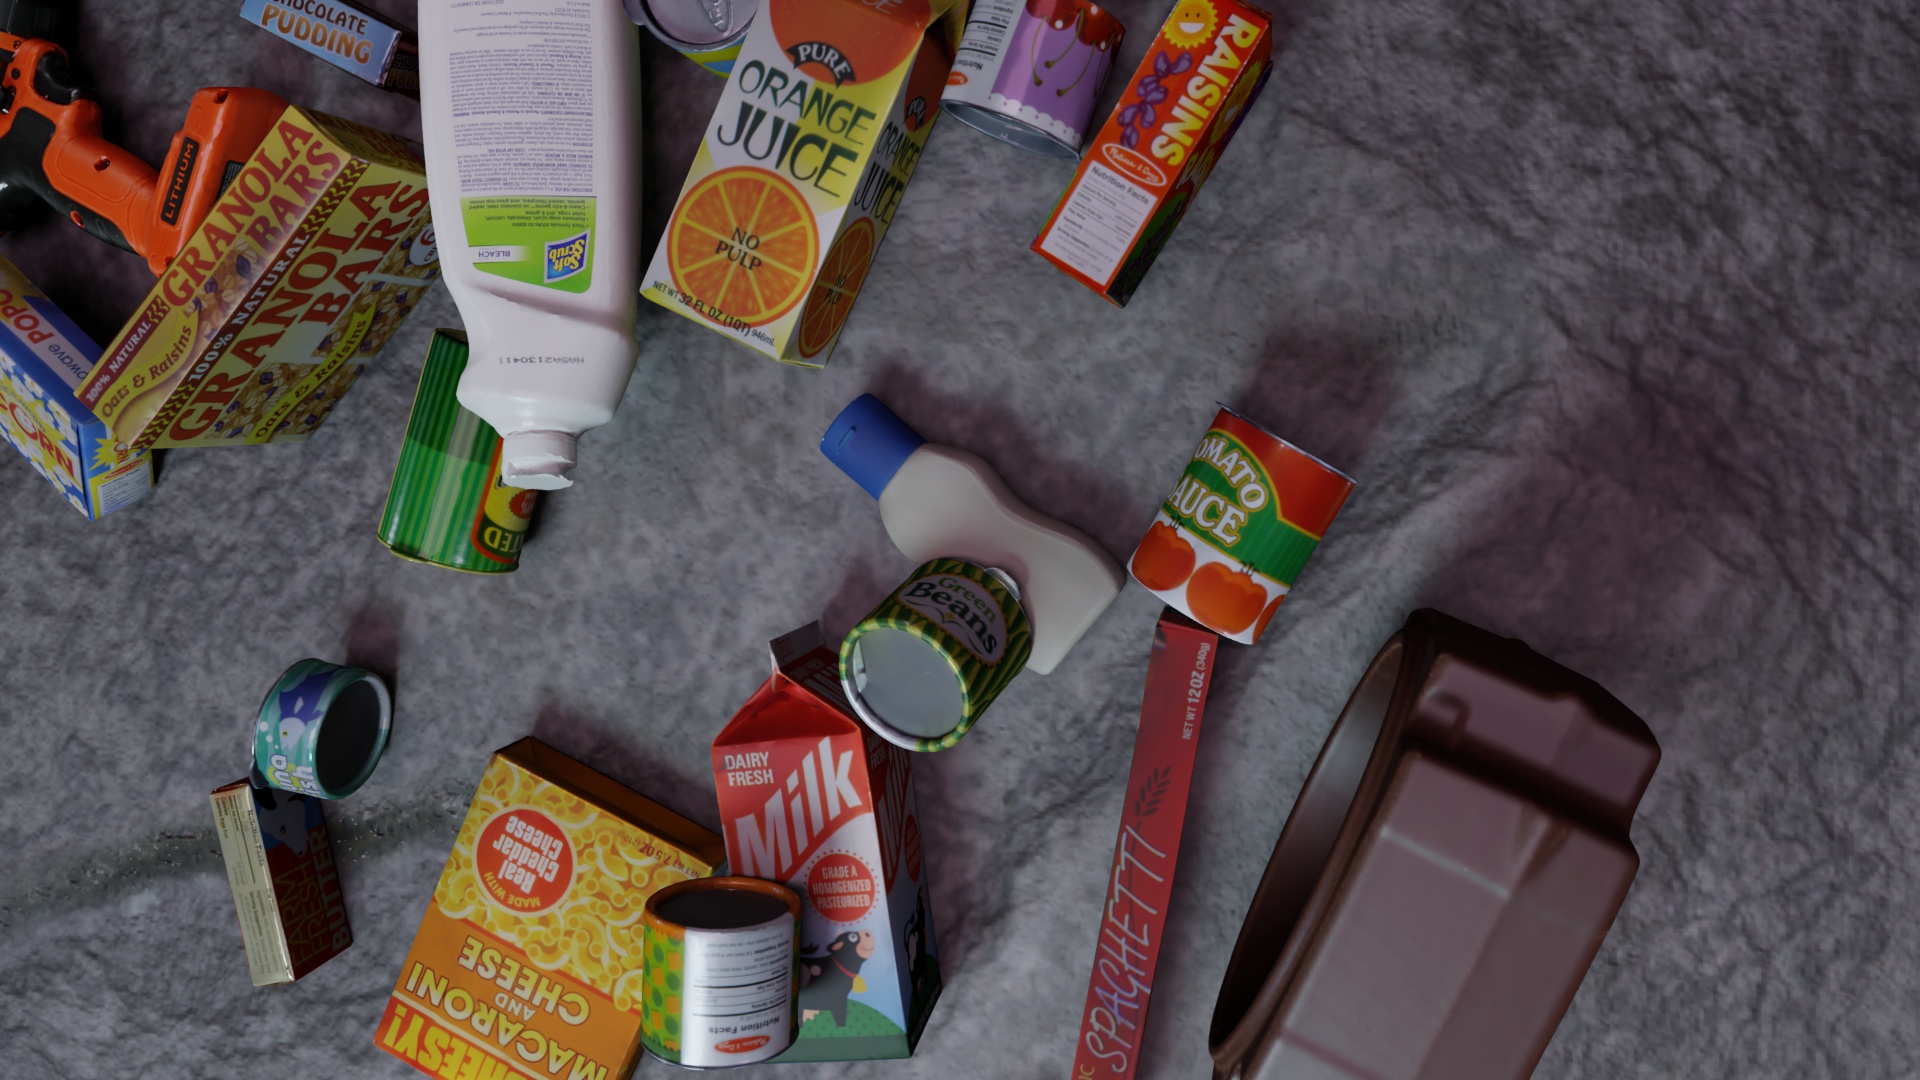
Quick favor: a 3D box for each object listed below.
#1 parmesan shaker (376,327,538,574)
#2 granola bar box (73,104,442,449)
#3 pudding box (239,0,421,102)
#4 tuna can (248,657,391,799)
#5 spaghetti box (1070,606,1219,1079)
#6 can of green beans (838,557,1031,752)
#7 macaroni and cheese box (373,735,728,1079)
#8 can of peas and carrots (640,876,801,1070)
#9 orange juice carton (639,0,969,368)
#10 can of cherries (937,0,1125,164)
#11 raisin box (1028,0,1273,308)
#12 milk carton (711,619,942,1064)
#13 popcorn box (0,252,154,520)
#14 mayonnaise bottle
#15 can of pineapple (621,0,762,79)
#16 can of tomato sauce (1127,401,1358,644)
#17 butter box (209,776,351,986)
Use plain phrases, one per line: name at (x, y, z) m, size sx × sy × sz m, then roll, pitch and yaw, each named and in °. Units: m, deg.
parmesan shaker at (-0.231, -0.043, 0.660) m, size 0.071 × 0.071 × 0.103 m, roll 20°, pitch 98°, yaw 9°
granola bar box at (-0.305, -0.116, 0.641) m, size 0.039 × 0.124 × 0.165 m, roll 43°, pitch 101°, yaw 3°
pudding box at (-0.292, -0.242, 0.667) m, size 0.084 × 0.050 × 0.030 m, roll 28°, pitch 101°, yaw 8°
tuna can at (-0.316, 0.095, 0.688) m, size 0.033 × 0.071 × 0.071 m, roll 10°, pitch 97°, yaw 9°
spaghetti box at (0.081, 0.156, 0.628) m, size 0.029 × 0.050 × 0.249 m, roll 11°, pitch 97°, yaw 11°
can of green beans at (-0.011, 0.049, 0.603) m, size 0.071 × 0.058 × 0.071 m, roll 14°, pitch 122°, yaw 24°
macaroni and cheese box at (-0.201, 0.200, 0.690) m, size 0.124 × 0.040 × 0.166 m, roll 26°, pitch 98°, yaw 7°
can of peas and carrots at (-0.101, 0.179, 0.584) m, size 0.071 × 0.071 × 0.058 m, roll 4°, pitch 96°, yaw 10°
orange juice carton at (-0.062, -0.178, 0.617) m, size 0.072 × 0.073 × 0.192 m, roll 26°, pitch 98°, yaw 8°
can of cherries at (0.033, -0.204, 0.602) m, size 0.071 × 0.071 × 0.058 m, roll 22°, pitch 97°, yaw 8°
raisin box at (0.083, -0.162, 0.584) m, size 0.040 × 0.086 × 0.123 m, roll 33°, pitch 100°, yaw 8°
milk carton at (-0.062, 0.135, 0.642) m, size 0.073 × 0.072 × 0.190 m, roll -7°, pitch 93°, yaw 12°
popcorn box at (-0.464, -0.081, 0.696) m, size 0.127 × 0.038 × 0.084 m, roll 42°, pitch 140°, yaw 5°
mayonnaise bottle at (0.002, -0.008, 0.635) m, size 0.148 × 0.041 × 0.064 m, roll 41°, pitch 106°, yaw 6°
can of pineapple at (-0.108, -0.247, 0.627) m, size 0.071 × 0.058 × 0.071 m, roll 1°, pitch 95°, yaw 11°
can of tomato sauce at (0.119, -0.007, 0.598) m, size 0.071 × 0.071 × 0.083 m, roll 31°, pitch 100°, yaw 7°
butter box at (-0.346, 0.169, 0.708) m, size 0.024 × 0.053 × 0.103 m, roll -11°, pitch 93°, yaw 9°
